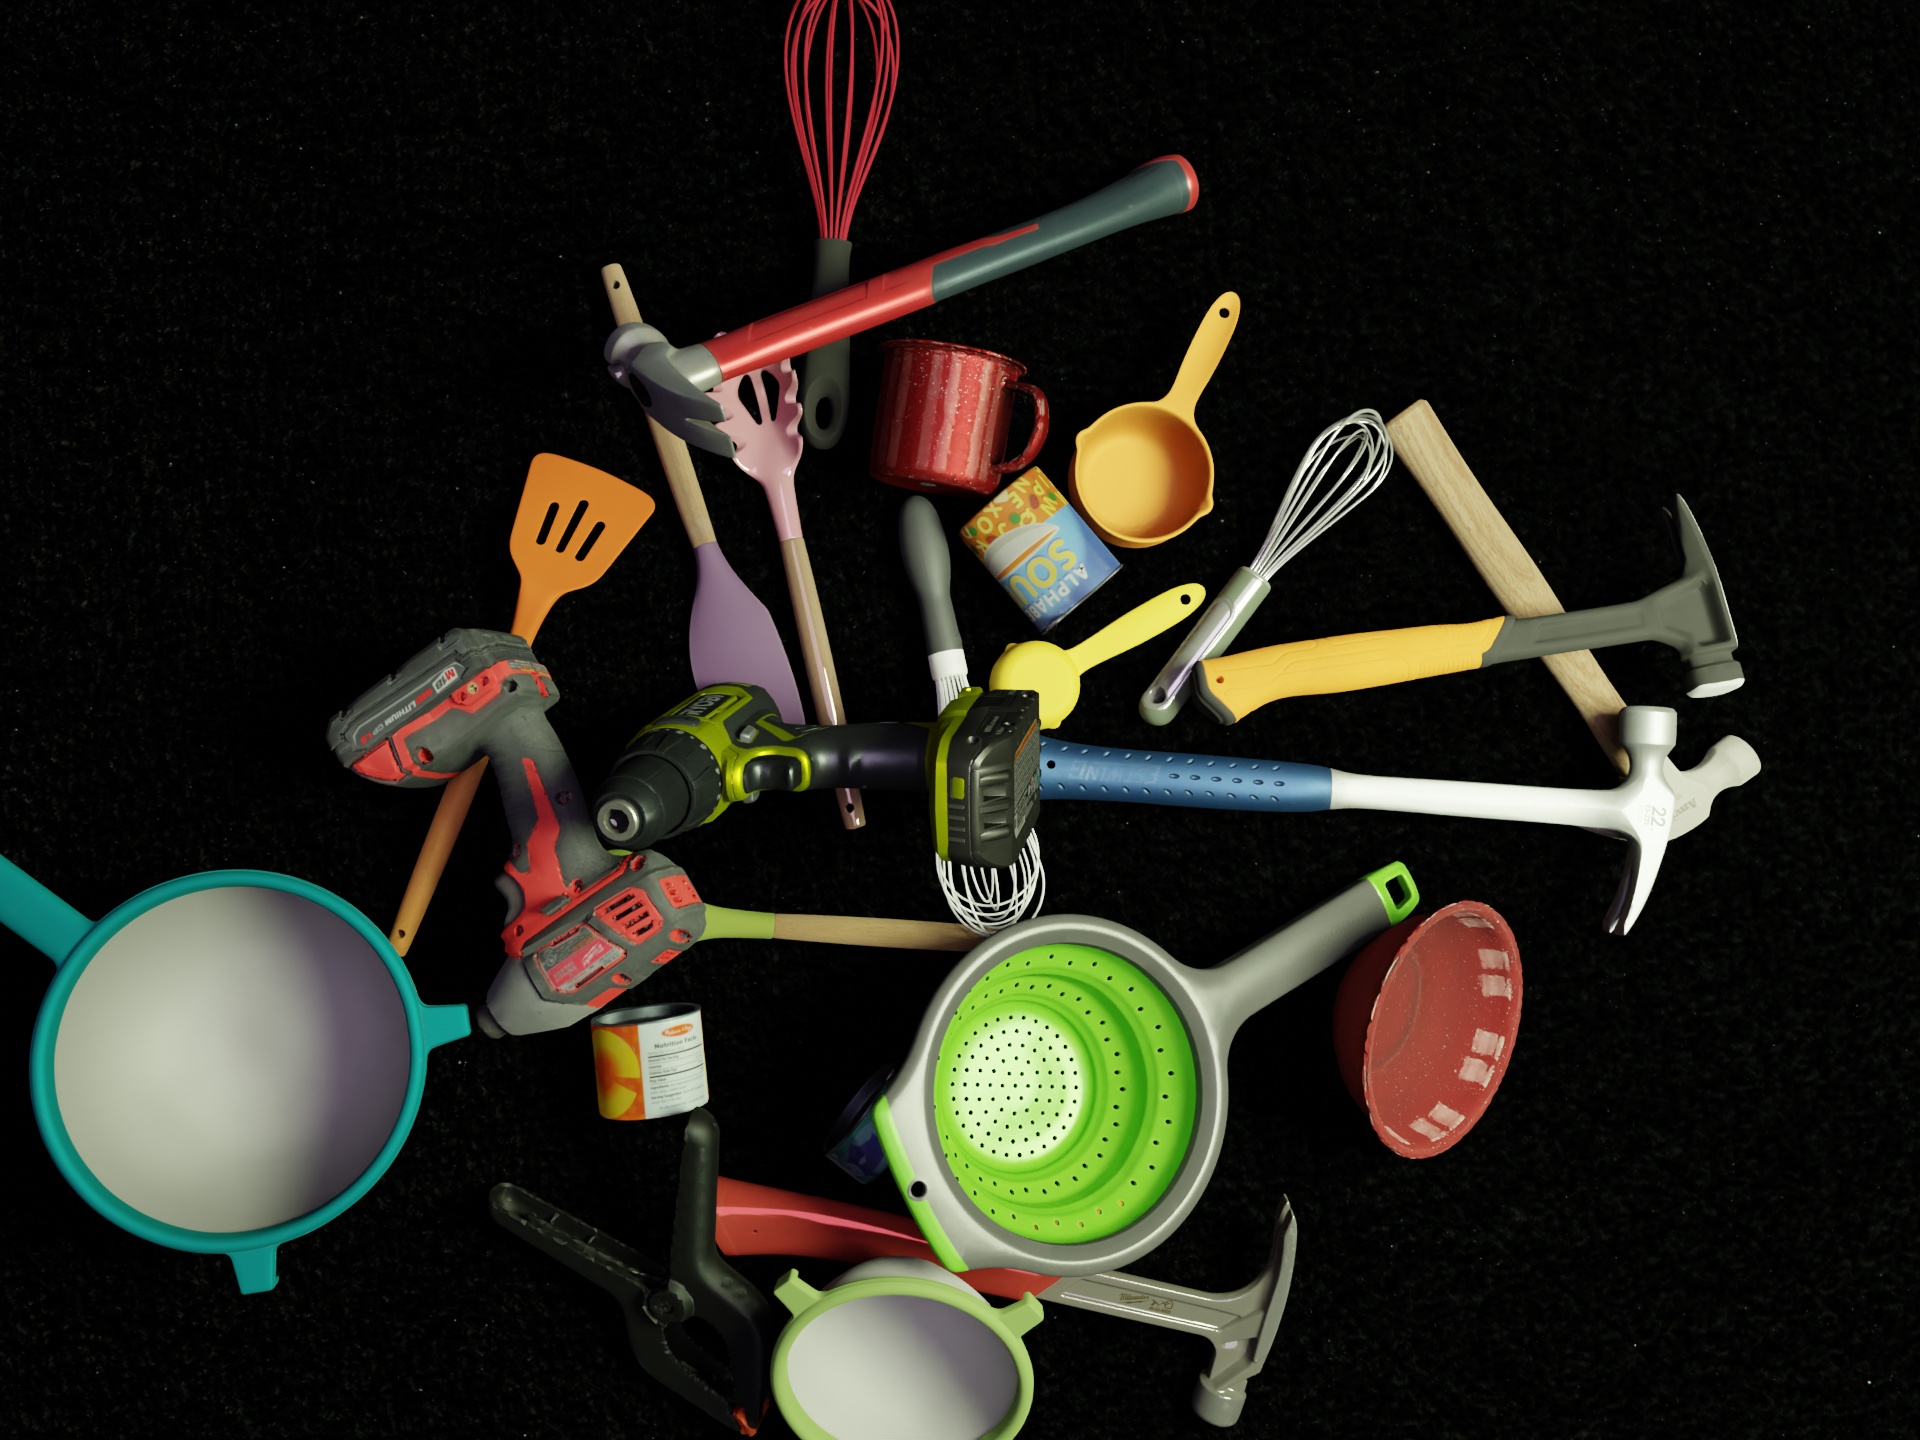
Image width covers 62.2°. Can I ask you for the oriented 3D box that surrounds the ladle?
[{"bbox_3d":[-0.092,0.128,0.990,0.320,0.062,0.078,5,87,-12],"label":"ladle"}]

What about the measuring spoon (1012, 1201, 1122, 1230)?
[{"bbox_3d":[0.087,0.314,1.009,0.117,0.011,0.021,-5,89,-6],"label":"measuring spoon"}]

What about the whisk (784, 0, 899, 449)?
[{"bbox_3d":[-0.079,-0.318,0.994,0.073,0.073,0.296,3,95,-5],"label":"whisk"}]

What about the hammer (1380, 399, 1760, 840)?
[{"bbox_3d":[0.379,-0.063,1.039,0.130,0.031,0.331,-35,91,-6],"label":"hammer"}]

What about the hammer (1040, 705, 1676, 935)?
[{"bbox_3d":[0.243,0.050,1.000,0.405,0.035,0.144,4,87,1],"label":"hammer"}]

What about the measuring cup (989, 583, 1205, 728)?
[{"bbox_3d":[0.091,-0.047,1.011,0.156,0.029,0.062,-30,91,-4],"label":"measuring cup"}]

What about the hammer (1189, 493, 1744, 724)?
[{"bbox_3d":[0.308,-0.054,0.993,0.337,0.034,0.127,-9,76,-2],"label":"hammer"}]

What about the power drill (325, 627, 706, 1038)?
[{"bbox_3d":[-0.257,0.068,0.910,0.143,0.078,0.220,-35,82,8],"label":"power drill"}]

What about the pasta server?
[{"bbox_3d":[-0.101,-0.086,0.992,0.060,0.040,0.316,-12,91,6],"label":"pasta server"}]

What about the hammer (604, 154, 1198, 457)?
[{"bbox_3d":[-0.009,-0.257,0.942,0.386,0.143,0.038,-26,130,-20],"label":"hammer"}]

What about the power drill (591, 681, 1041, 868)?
[{"bbox_3d":[-0.078,0.030,0.886,0.228,0.190,0.080,2,105,11],"label":"power drill"}]

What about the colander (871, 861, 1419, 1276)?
[{"bbox_3d":[0.118,0.189,0.988,0.397,0.094,0.204,-26,90,-24],"label":"colander"}]

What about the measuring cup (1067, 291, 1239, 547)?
[{"bbox_3d":[0.130,-0.190,1.010,0.095,0.052,0.173,27,84,-4],"label":"measuring cup"}]

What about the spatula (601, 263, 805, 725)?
[{"bbox_3d":[-0.171,-0.133,0.996,0.060,0.018,0.316,-18,91,-3],"label":"spatula"}]

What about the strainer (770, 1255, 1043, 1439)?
[{"bbox_3d":[-0.036,0.414,0.956,0.151,0.069,0.256,5,115,1],"label":"strainer"}]

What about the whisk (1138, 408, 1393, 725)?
[{"bbox_3d":[0.193,-0.097,1.016,0.058,0.059,0.246,37,89,37],"label":"whisk"}]

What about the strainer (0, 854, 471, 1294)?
[{"bbox_3d":[-0.461,0.153,0.922,0.340,0.095,0.211,37,83,-1],"label":"strainer"}]

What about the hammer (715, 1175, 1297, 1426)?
[{"bbox_3d":[0.022,0.328,0.981,0.359,0.037,0.149,14,100,-3],"label":"hammer"}]

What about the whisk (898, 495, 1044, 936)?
[{"bbox_3d":[-0.001,-0.003,0.992,0.070,0.070,0.285,-11,84,-6],"label":"whisk"}]

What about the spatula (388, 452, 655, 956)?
[{"bbox_3d":[-0.285,-0.007,0.980,0.081,0.041,0.322,22,90,-5],"label":"spatula"}]
